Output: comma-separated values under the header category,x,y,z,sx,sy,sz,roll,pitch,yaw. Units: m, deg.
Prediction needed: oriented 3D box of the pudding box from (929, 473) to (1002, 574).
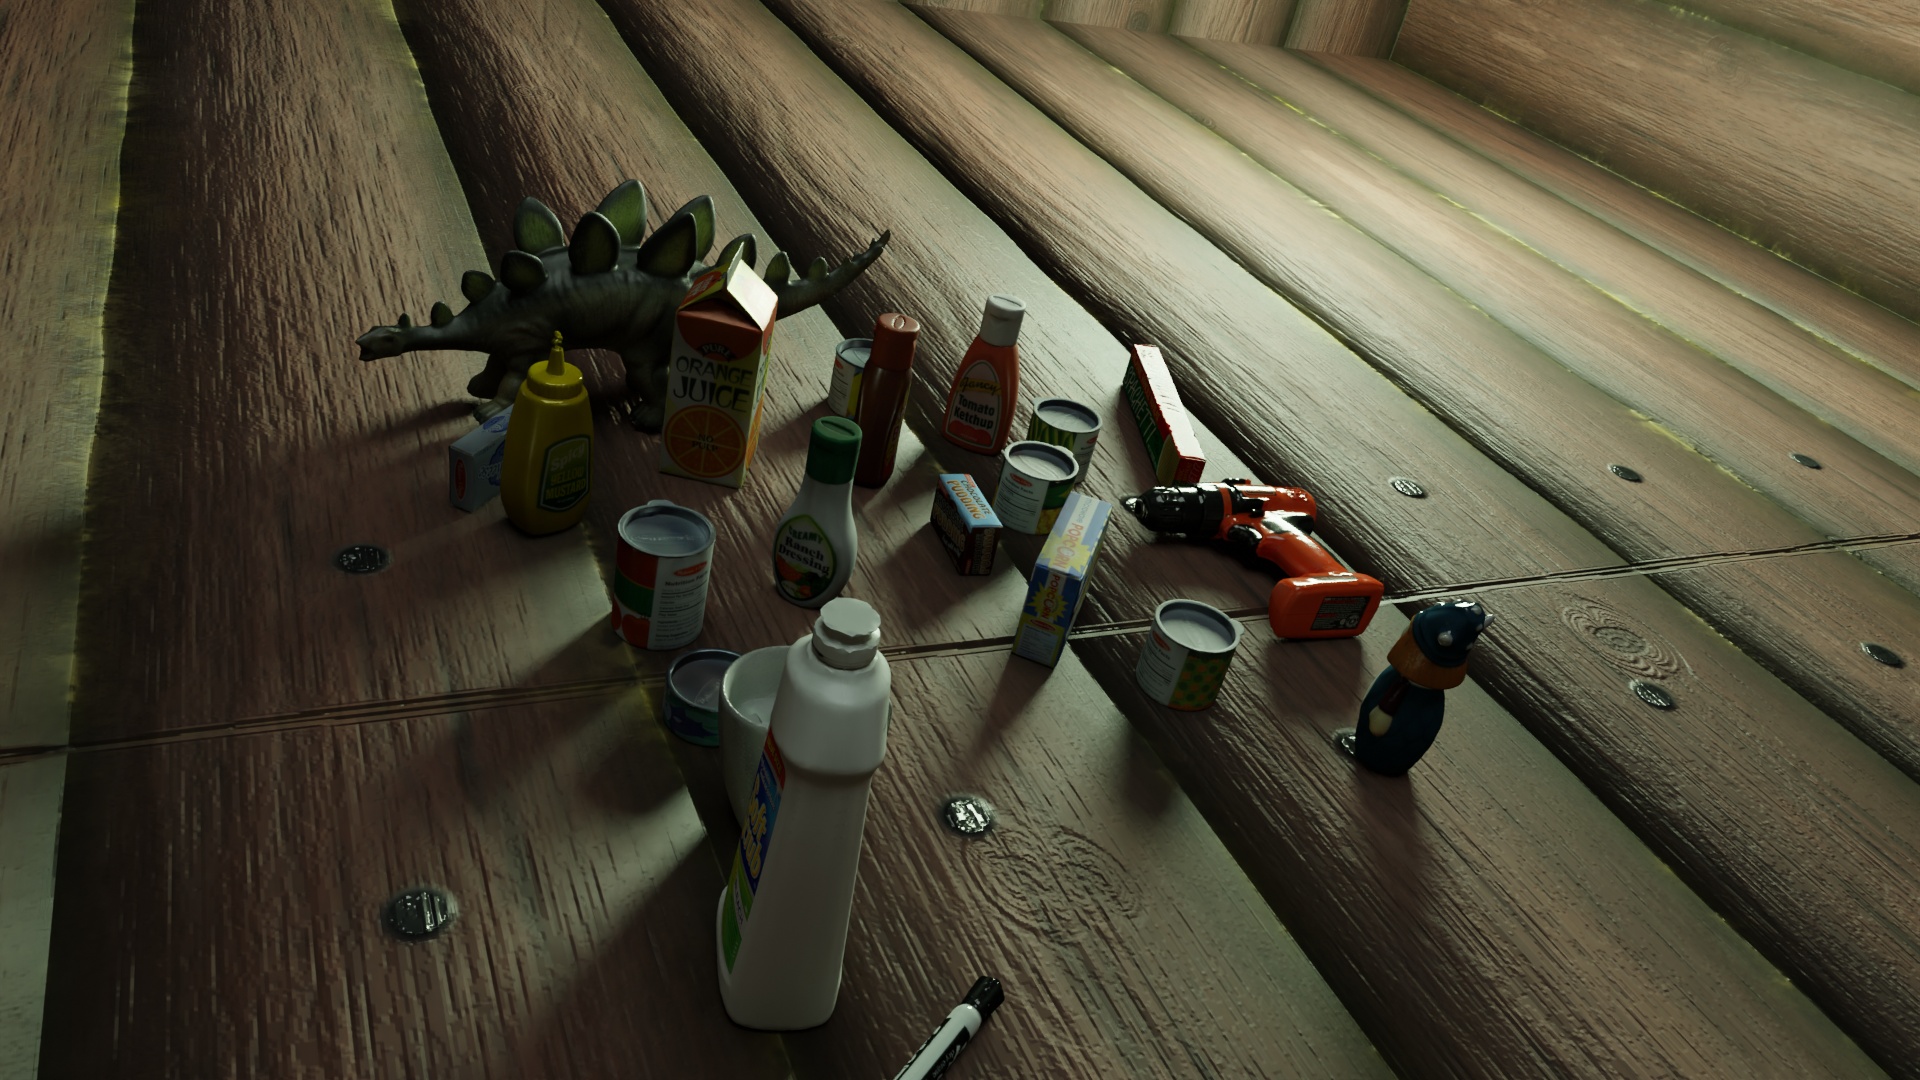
category,x,y,z,sx,sy,sz,roll,pitch,yaw
pudding box,0.004,-0.014,1.156,0.030,0.049,0.084,-1,35,-22

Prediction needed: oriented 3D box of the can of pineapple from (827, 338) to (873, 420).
category,x,y,z,sx,sy,sz,roll,pitch,yaw
can of pineapple,-0.089,-0.153,1.328,0.071,0.057,0.071,10,32,-6

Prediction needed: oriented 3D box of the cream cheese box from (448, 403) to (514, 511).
category,x,y,z,sx,sy,sz,roll,pitch,yaw
cream cheese box,-0.364,-0.069,1.096,0.024,0.053,0.104,20,32,9

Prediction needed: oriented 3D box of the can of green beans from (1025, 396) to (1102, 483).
category,x,y,z,sx,sy,sz,roll,pitch,yaw
can of green beans,0.094,-0.094,1.307,0.071,0.057,0.071,10,32,-6

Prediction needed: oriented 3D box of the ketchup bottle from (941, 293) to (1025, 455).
category,x,y,z,sx,sy,sz,roll,pitch,yaw
ketchup bottle,0.027,-0.156,1.291,0.065,0.148,0.044,22,33,12

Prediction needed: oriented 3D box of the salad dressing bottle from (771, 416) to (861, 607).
category,x,y,z,sx,sy,sz,roll,pitch,yaw
salad dressing bottle,-0.103,-0.021,1.032,0.064,0.146,0.044,24,33,16

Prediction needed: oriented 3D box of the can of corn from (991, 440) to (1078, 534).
category,x,y,z,sx,sy,sz,roll,pitch,yaw
can of corn,0.066,-0.047,1.223,0.071,0.058,0.071,10,32,-6

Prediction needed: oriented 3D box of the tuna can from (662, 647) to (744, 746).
category,x,y,z,sx,sy,sz,roll,pitch,yaw
tuna can,-0.162,0.105,0.922,0.071,0.032,0.071,10,32,-6

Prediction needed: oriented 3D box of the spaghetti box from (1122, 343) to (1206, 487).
category,x,y,z,sx,sy,sz,roll,pitch,yaw
spaghetti box,0.202,-0.124,1.402,0.029,0.050,0.251,8,32,-10

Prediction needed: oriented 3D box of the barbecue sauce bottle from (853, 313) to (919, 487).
category,x,y,z,sx,sy,sz,roll,pitch,yaw
barbecue sauce bottle,-0.067,-0.123,1.205,0.044,0.147,0.065,14,32,0

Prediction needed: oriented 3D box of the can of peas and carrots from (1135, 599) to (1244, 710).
category,x,y,z,sx,sy,sz,roll,pitch,yaw
can of peas and carrots,0.174,0.087,1.055,0.071,0.058,0.071,10,32,-6

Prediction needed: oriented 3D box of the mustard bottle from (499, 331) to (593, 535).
category,x,y,z,sx,sy,sz,roll,pitch,yaw
mustard bottle,-0.306,-0.081,1.037,0.049,0.159,0.065,32,36,27

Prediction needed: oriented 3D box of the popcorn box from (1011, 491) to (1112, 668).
category,x,y,z,sx,sy,sz,roll,pitch,yaw
popcorn box,0.081,0.028,1.086,0.038,0.084,0.127,19,32,8

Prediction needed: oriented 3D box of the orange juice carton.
category,x,y,z,sx,sy,sz,roll,pitch,yaw
orange juice carton,-0.198,-0.147,1.150,0.073,0.191,0.072,12,32,-3

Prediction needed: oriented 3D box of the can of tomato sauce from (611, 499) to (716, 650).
category,x,y,z,sx,sy,sz,roll,pitch,yaw
can of tomato sauce,-0.212,0.025,0.981,0.071,0.082,0.071,10,32,-6
